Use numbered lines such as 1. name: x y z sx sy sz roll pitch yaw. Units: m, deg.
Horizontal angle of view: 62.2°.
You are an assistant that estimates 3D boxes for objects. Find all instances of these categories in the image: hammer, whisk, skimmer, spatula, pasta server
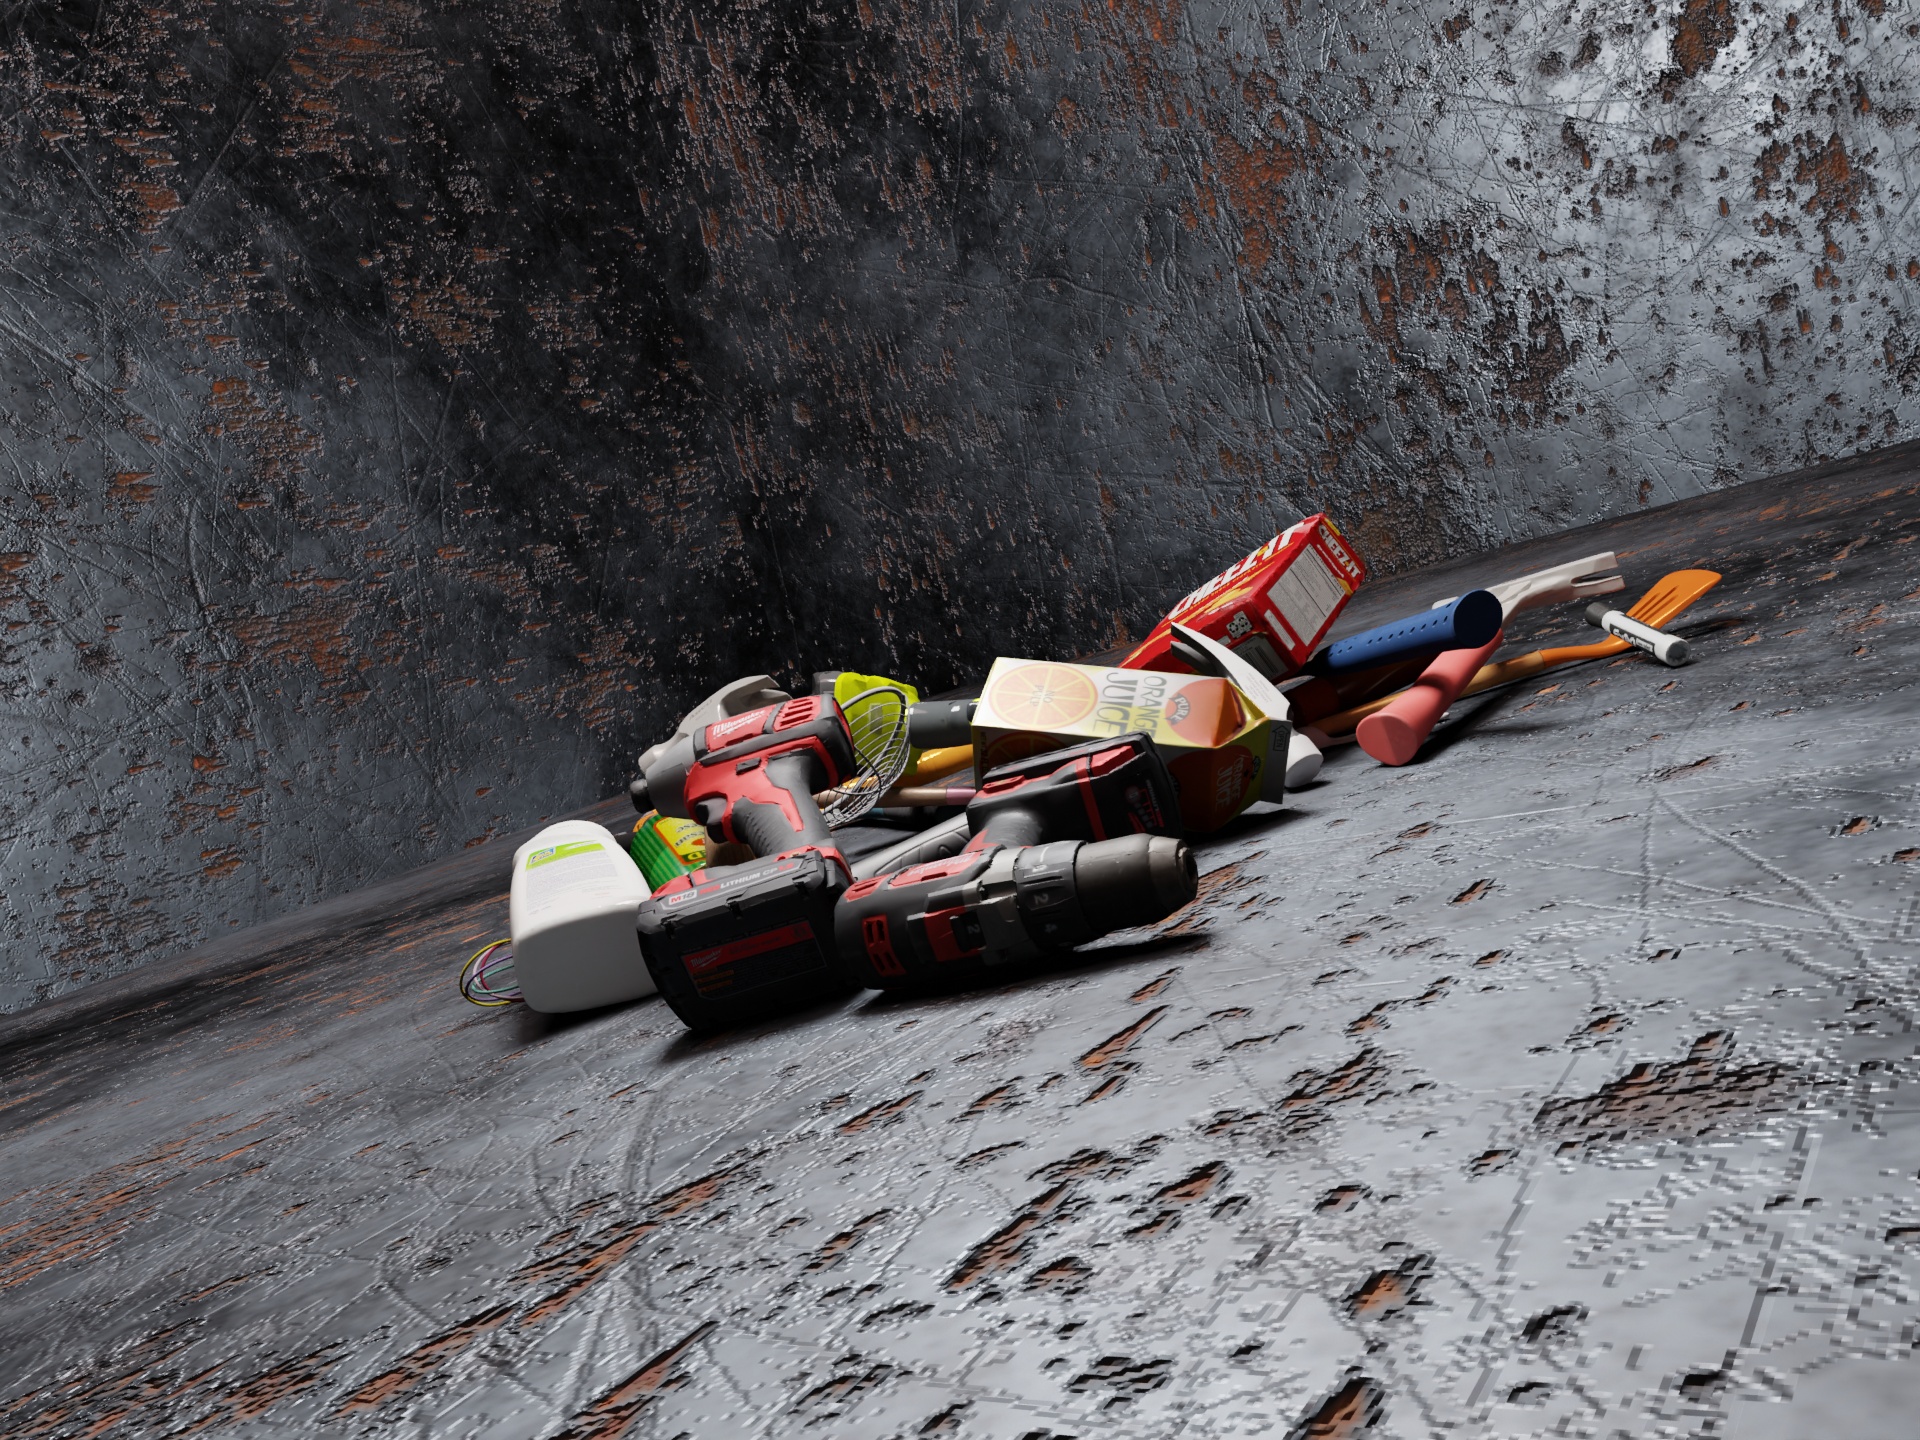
1. hammer: -0.154 0.068 1.059 0.130 0.031 0.332 -41 29 10
2. hammer: 0.048 0.014 1.407 0.337 0.034 0.127 -20 -6 -17
3. hammer: 0.265 -0.037 1.202 0.144 0.035 0.405 -39 6 -18
4. whisk: -0.244 0.157 1.163 0.245 0.047 0.051 -15 1 -29
5. hammer: 0.376 -0.048 1.158 0.149 0.036 0.359 -16 10 36
6. skimmer: -0.181 0.052 1.240 0.363 0.090 0.127 -13 6 40
7. hammer: 0.062 0.046 1.063 0.335 0.146 0.035 -25 -37 -11
8. hammer: -0.056 0.083 1.478 0.128 0.033 0.331 -19 5 -21
9. spatula: 0.423 -0.048 1.230 0.322 0.041 0.081 -18 8 2
10. pasta server: -0.036 0.055 1.311 0.316 0.040 0.060 -2 -9 15

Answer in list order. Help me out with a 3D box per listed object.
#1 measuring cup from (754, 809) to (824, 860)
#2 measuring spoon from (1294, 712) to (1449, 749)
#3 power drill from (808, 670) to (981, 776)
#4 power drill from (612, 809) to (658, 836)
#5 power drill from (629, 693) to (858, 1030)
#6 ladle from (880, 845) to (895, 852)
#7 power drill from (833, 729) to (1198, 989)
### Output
1. measuring cup: -0.136 0.109 1.319 0.095 0.052 0.173 -15 2 22
2. measuring spoon: 0.300 0.004 1.182 0.124 0.018 0.034 -14 5 26
3. power drill: -0.002 -0.004 1.262 0.223 0.080 0.171 -5 -10 25
4. power drill: -0.282 0.126 1.493 0.226 0.084 0.164 -18 1 42
5. power drill: -0.128 0.071 0.931 0.143 0.078 0.220 -16 33 2
6. ladle: 0.086 0.062 1.233 0.315 0.031 0.069 -18 4 9
7. power drill: 0.056 0.073 0.857 0.188 0.080 0.227 -15 7 25
